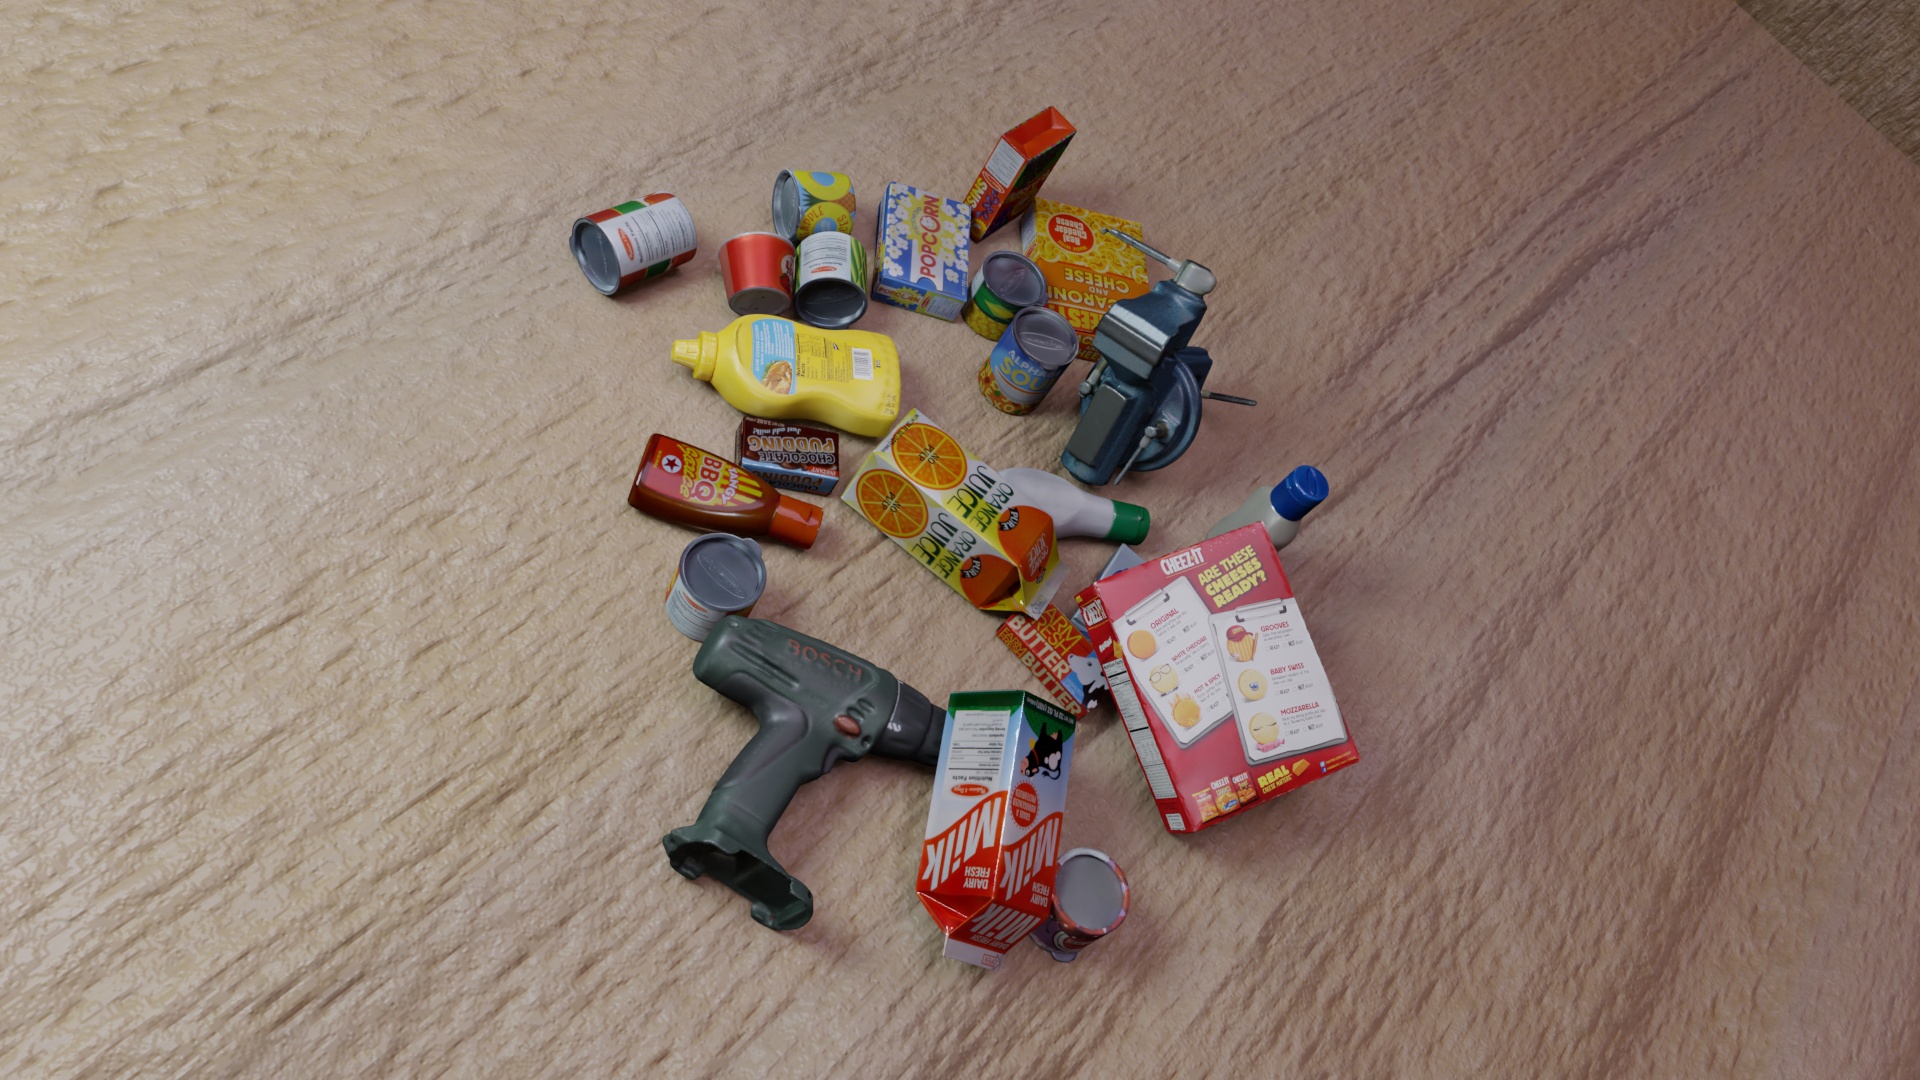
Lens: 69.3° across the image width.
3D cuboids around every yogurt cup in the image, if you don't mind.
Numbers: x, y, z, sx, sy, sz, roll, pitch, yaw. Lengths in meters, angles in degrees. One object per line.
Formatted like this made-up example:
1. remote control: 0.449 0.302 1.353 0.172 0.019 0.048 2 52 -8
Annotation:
1. yogurt cup: -0.177 -0.231 1.218 0.072 0.072 0.054 3 68 -24

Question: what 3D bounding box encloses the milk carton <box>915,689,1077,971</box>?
1. milk carton: 0.024 0.210 1.010 0.072 0.073 0.191 33 60 -45

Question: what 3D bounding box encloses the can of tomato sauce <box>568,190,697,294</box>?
1. can of tomato sauce: -0.278 -0.255 1.185 0.083 0.071 0.071 -33 78 -36

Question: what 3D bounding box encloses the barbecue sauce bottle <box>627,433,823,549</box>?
1. barbecue sauce bottle: -0.185 -0.033 1.106 0.148 0.043 0.065 20 54 -14

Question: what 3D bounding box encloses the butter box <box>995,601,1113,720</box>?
1. butter box: 0.083 0.096 1.165 0.103 0.024 0.053 47 52 6

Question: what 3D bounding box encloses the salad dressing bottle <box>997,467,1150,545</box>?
1. salad dressing bottle: 0.096 -0.026 1.234 0.148 0.043 0.064 11 55 -20

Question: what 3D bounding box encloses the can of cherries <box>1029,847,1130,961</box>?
1. can of cherries: 0.086 0.272 1.038 0.071 0.058 0.072 12 56 -18

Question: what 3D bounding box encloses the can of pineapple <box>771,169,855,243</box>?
1. can of pineapple: -0.135 -0.306 1.281 0.058 0.070 0.071 -5 64 -28

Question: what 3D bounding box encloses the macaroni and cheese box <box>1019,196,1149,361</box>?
1. macaroni and cheese box: 0.127 -0.258 1.391 0.124 0.040 0.167 9 57 -19

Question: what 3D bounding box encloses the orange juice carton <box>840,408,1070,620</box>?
1. orange juice carton: 0.004 -0.015 1.163 0.193 0.072 0.072 39 46 0

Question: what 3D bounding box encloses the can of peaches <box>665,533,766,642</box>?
1. can of peaches: -0.185 0.035 1.055 0.071 0.057 0.071 12 56 -18

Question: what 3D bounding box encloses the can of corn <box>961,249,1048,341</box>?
1. can of corn: 0.042 -0.231 1.323 0.071 0.058 0.071 12 57 -19

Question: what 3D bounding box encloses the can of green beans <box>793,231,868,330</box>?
1. can of green beans: -0.116 -0.234 1.245 0.071 0.071 0.058 10 55 -20

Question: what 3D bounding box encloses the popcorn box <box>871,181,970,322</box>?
1. popcorn box: -0.037 -0.277 1.327 0.085 0.038 0.127 14 56 -19

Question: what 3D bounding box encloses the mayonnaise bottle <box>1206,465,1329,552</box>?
1. mayonnaise bottle: 0.273 -0.015 1.244 0.041 0.147 0.065 12 57 -19

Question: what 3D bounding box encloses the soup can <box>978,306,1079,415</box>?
1. soup can: 0.061 -0.162 1.274 0.071 0.083 0.071 12 57 -18

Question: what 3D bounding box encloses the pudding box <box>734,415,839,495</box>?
1. pudding box: -0.144 -0.070 1.155 0.084 0.030 0.050 10 58 -20

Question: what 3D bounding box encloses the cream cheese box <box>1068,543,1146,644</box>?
1. cream cheese box: 0.137 0.055 1.216 0.053 0.024 0.104 38 52 0

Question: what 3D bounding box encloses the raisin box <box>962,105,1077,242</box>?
1. raisin box: 0.052 -0.359 1.365 0.040 0.122 0.086 45 53 4
